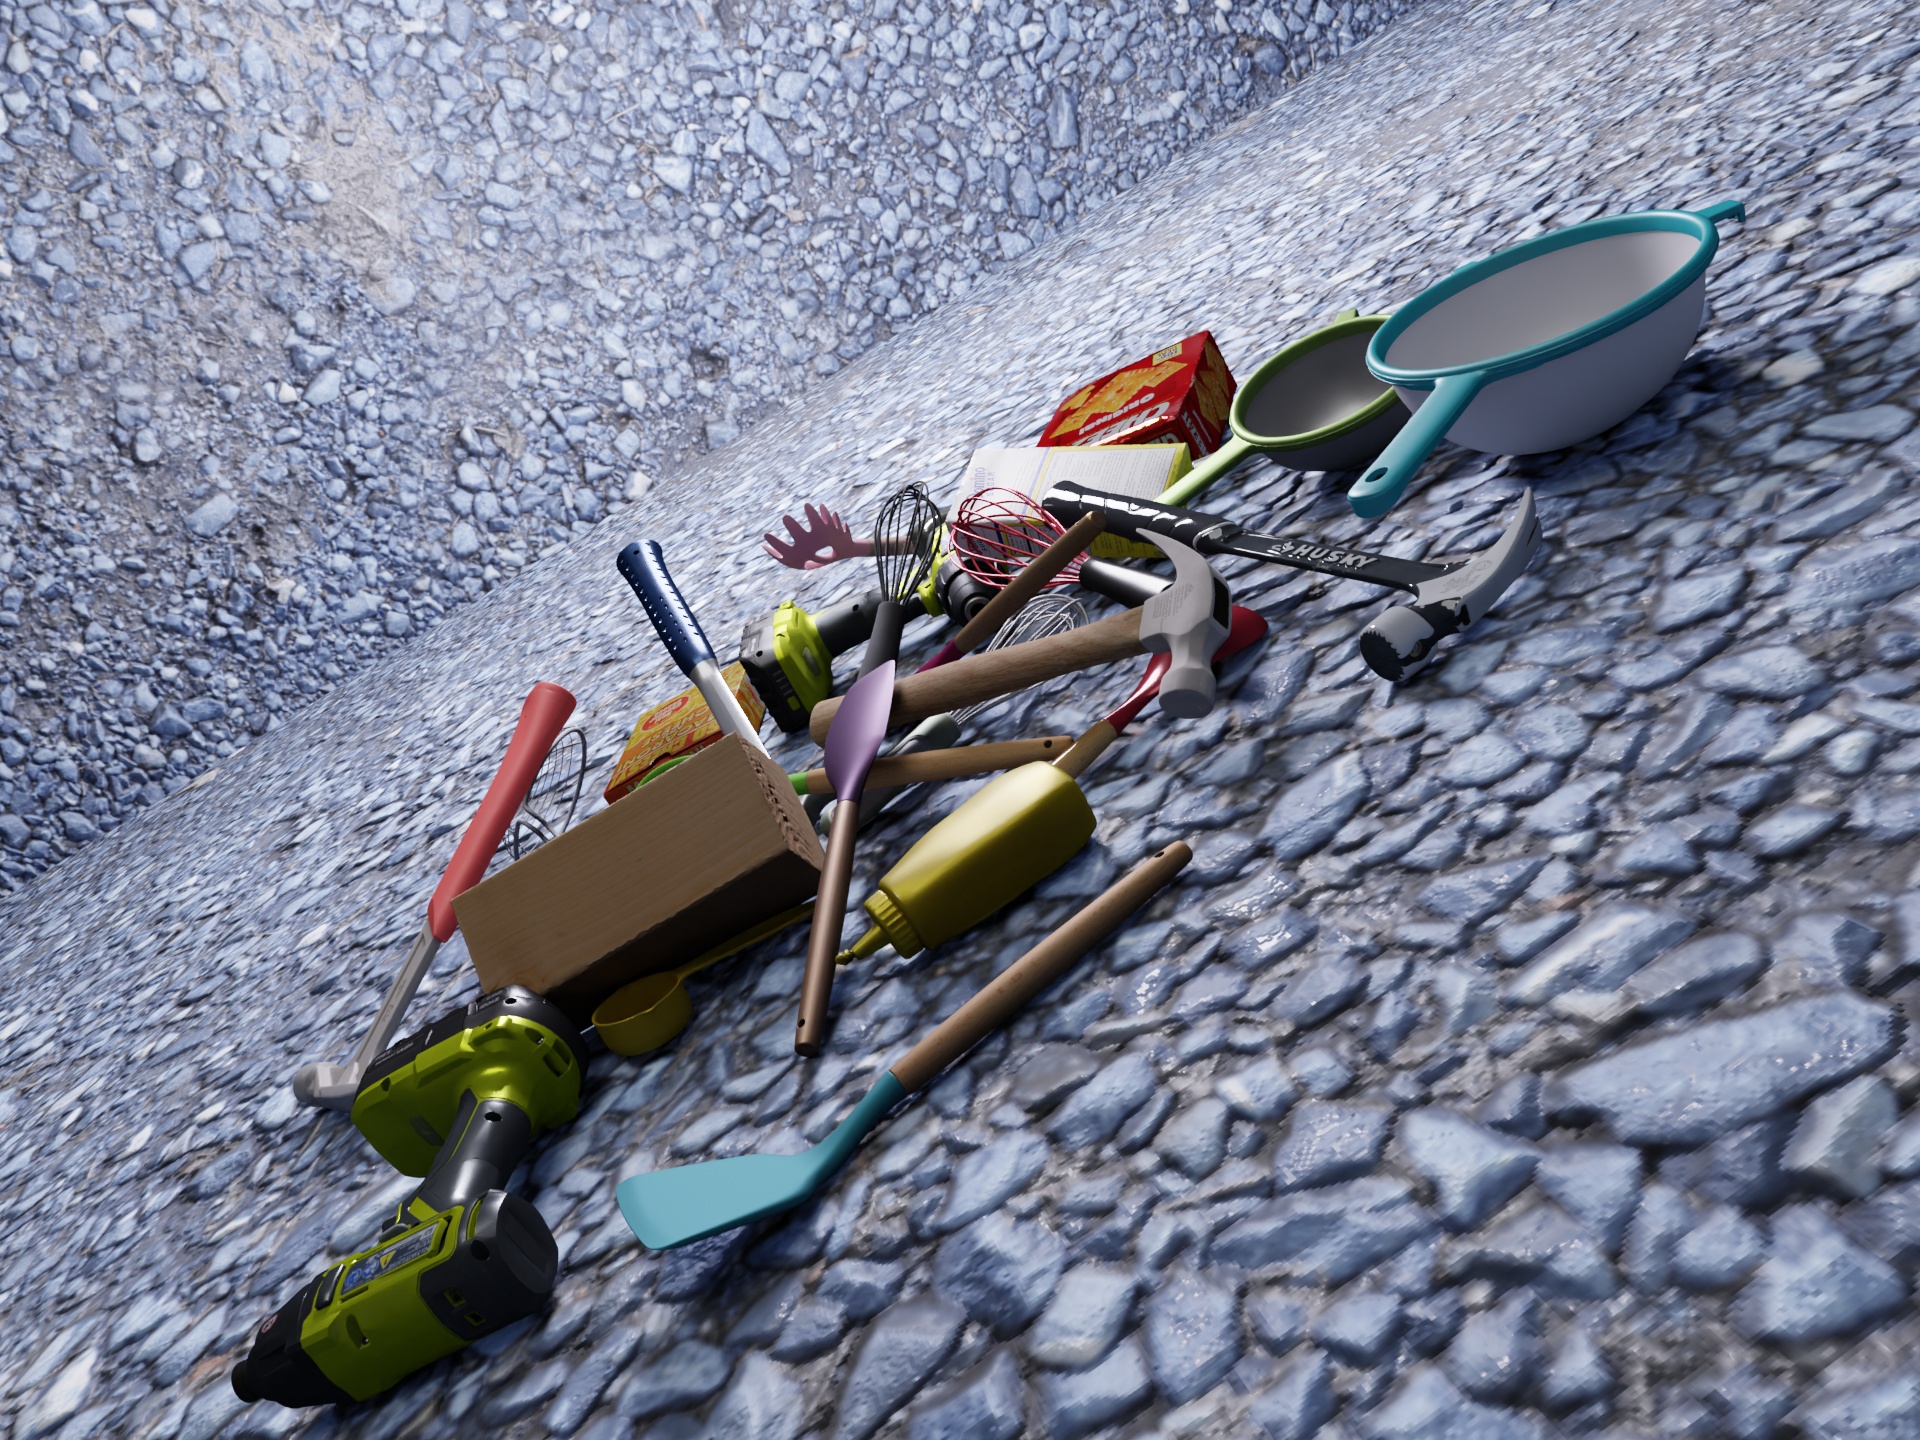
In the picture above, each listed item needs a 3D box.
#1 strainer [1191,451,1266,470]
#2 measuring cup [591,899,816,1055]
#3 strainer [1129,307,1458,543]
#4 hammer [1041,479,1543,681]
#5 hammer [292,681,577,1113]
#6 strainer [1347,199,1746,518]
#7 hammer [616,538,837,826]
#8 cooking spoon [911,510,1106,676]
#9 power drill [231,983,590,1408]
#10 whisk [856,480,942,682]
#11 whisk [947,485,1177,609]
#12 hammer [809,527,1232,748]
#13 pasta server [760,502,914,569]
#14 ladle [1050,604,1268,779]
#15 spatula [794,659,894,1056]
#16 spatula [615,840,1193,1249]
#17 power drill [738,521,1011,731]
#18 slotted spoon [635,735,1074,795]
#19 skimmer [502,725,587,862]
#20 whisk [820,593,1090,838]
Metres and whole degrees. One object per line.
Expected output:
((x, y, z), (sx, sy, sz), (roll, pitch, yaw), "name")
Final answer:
((0.177, -0.191, 1.272), (0.258, 0.050, 0.087), (-21, 55, 11), "strainer")
((-0.146, 0.155, 0.962), (0.156, 0.029, 0.062), (-27, 15, -23), "measuring cup")
((0.235, -0.193, 1.155), (0.256, 0.069, 0.152), (-37, 31, 1), "strainer")
((0.180, -0.118, 1.014), (0.149, 0.036, 0.409), (-36, 30, -19), "hammer")
((-0.367, 0.119, 1.178), (0.149, 0.036, 0.359), (-15, 44, 41), "hammer")
((0.332, -0.189, 0.959), (0.211, 0.095, 0.340), (0, 37, 48), "strainer")
((-0.204, -0.031, 1.247), (0.144, 0.035, 0.406), (-35, 43, -3), "hammer")
((0.013, -0.064, 1.091), (0.069, 0.017, 0.319), (-50, 6, -35), "cooking spoon")
((-0.285, 0.253, 0.847), (0.171, 0.080, 0.223), (-28, 23, 10), "power drill")
((-0.054, -0.082, 1.203), (0.055, 0.055, 0.239), (-15, 53, 39), "whisk")
((0.077, -0.102, 1.064), (0.073, 0.073, 0.296), (-38, 33, -16), "whisk")
((0.026, -0.033, 1.002), (0.331, 0.031, 0.130), (-15, 50, 40), "hammer")
((-0.079, -0.159, 1.401), (0.060, 0.040, 0.316), (-40, -8, 21), "pasta server")
((0.071, 0.022, 0.948), (0.315, 0.031, 0.069), (-42, 23, -21), "ladle")
((-0.072, 0.071, 0.949), (0.060, 0.018, 0.316), (-32, 31, 27), "spatula")
((-0.014, 0.146, 0.749), (0.317, 0.044, 0.082), (-36, 17, -16), "spatula")
((-0.064, -0.081, 1.310), (0.228, 0.080, 0.191), (-27, 20, 6), "power drill")
((-0.074, 0.039, 1.037), (0.314, 0.031, 0.070), (-9, 61, 22), "slotted spoon")
((-0.279, 0.101, 1.226), (0.364, 0.090, 0.127), (29, 104, 55), "skimmer")
((-0.002, -0.003, 1.084), (0.246, 0.058, 0.059), (-42, -12, -16), "whisk")
